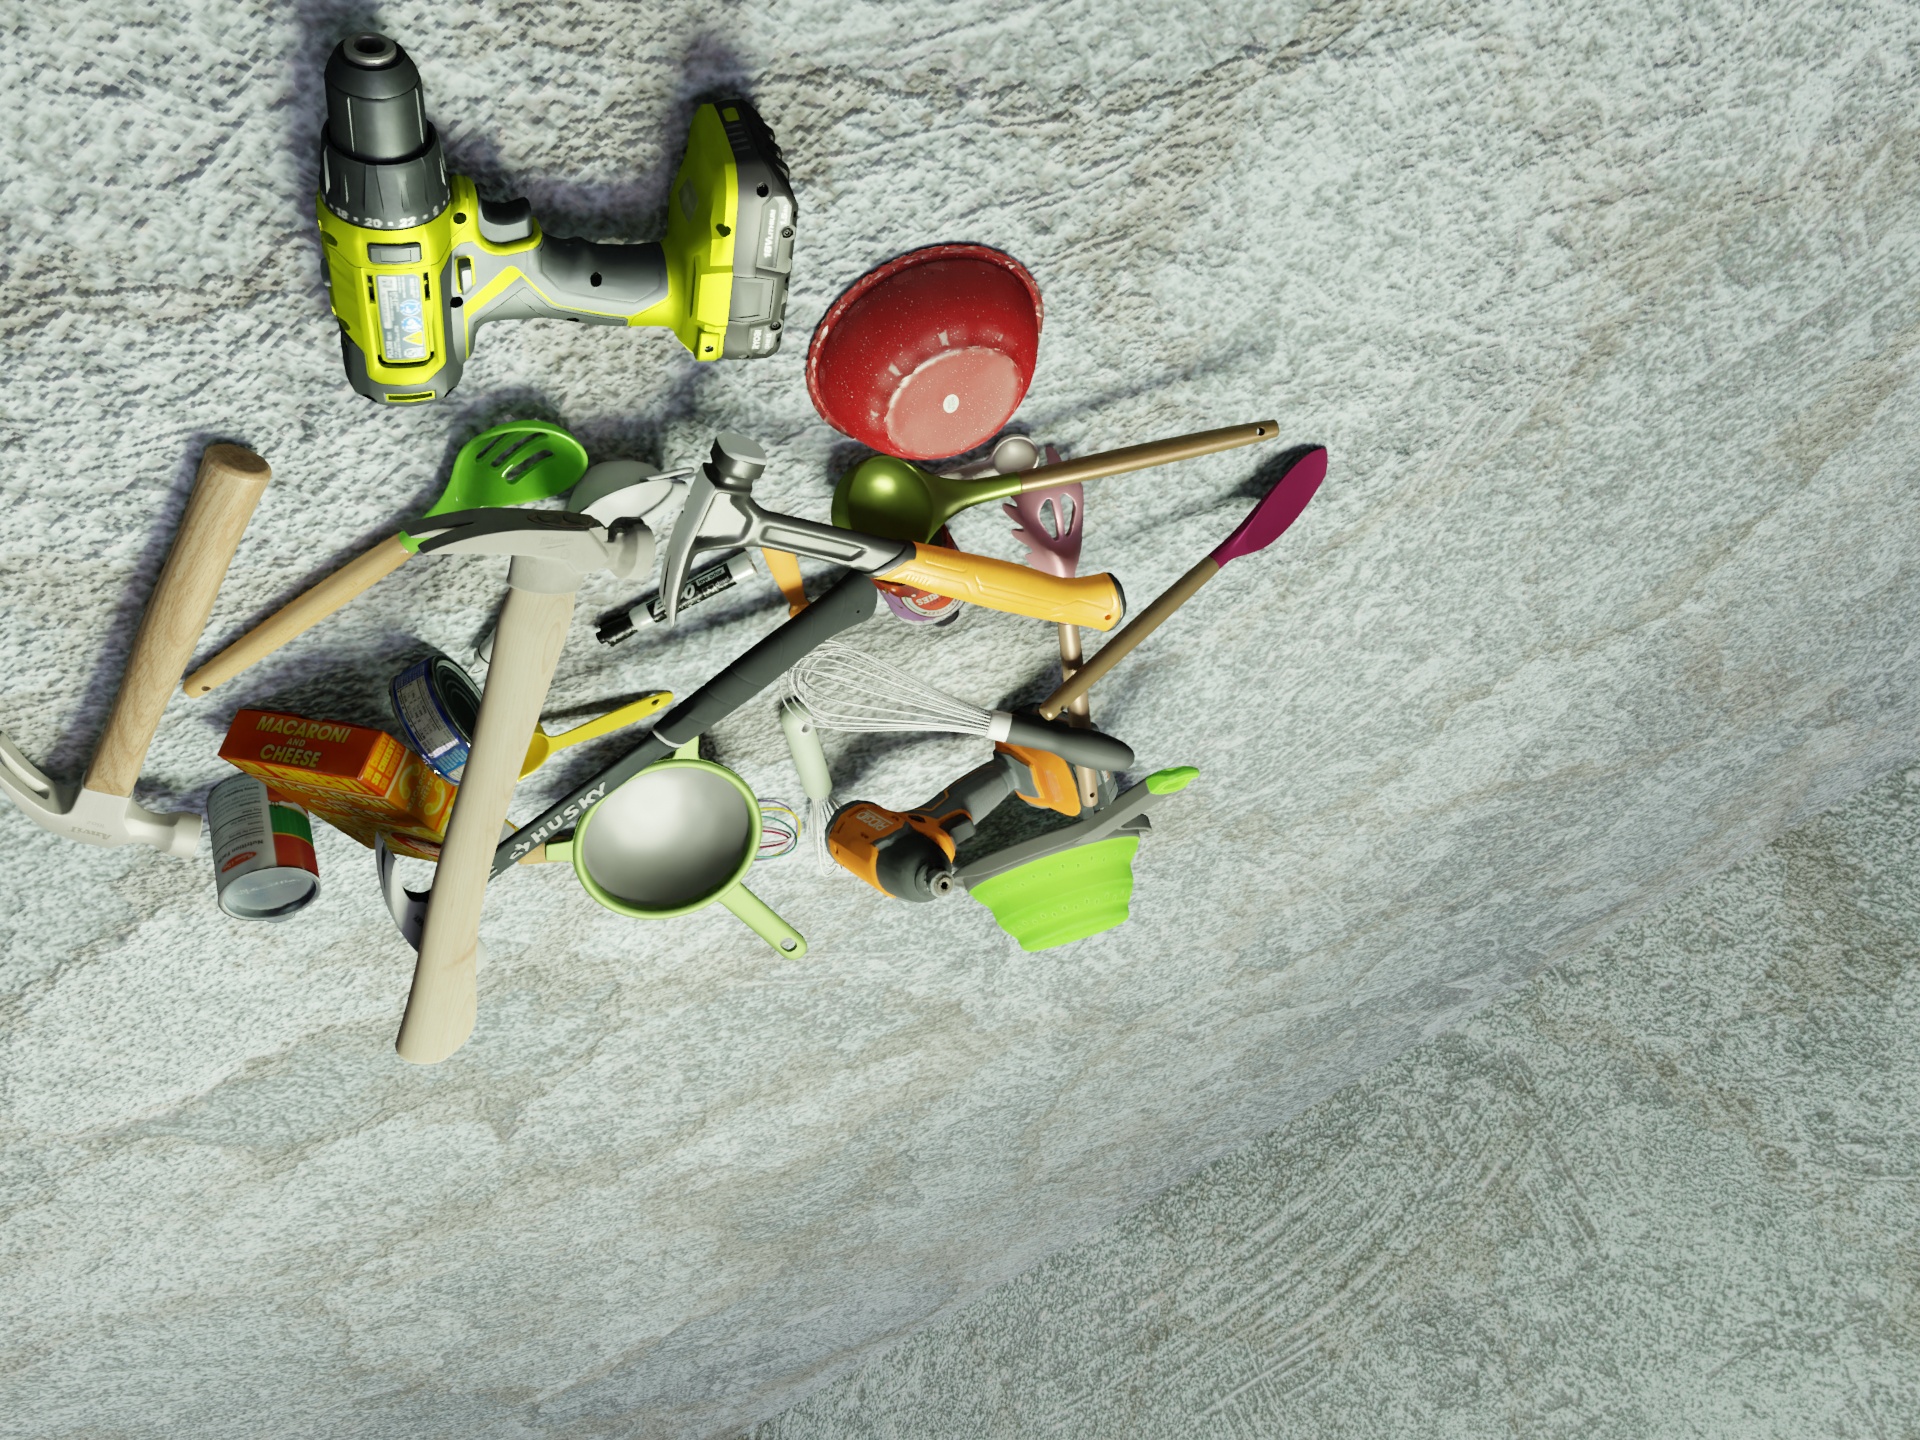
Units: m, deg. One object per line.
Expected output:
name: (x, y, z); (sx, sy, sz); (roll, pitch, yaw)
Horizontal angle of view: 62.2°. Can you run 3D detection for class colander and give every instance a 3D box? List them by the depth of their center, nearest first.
colander: (0.127, 0.140, 1.475); (0.204, 0.094, 0.397); (-11, 165, -24)

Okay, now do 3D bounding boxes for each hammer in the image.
hammer: (-0.488, -0.036, 0.960); (0.130, 0.031, 0.331); (17, 128, -32)
hammer: (-0.309, 0.055, 0.997); (0.146, 0.038, 0.410); (-4, 125, -43)
hammer: (-0.031, -0.096, 1.056); (0.336, 0.034, 0.127); (9, 125, -33)
hammer: (-0.223, 0.019, 1.117); (0.409, 0.036, 0.149); (-38, 146, -13)

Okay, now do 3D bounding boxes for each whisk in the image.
whisk: (-0.002, -0.004, 1.225); (0.284, 0.070, 0.070); (14, 139, -6)
whisk: (-0.249, 0.105, 1.337); (0.245, 0.051, 0.047); (-3, 148, -26)
whisk: (-0.121, 0.061, 1.359); (0.058, 0.059, 0.246); (-53, 155, -27)

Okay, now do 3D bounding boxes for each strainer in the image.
strainer: (-0.256, -0.101, 1.026); (0.258, 0.050, 0.087); (-40, 167, 34)
strainer: (-0.211, 0.111, 1.302); (0.151, 0.069, 0.256); (-40, 128, 2)

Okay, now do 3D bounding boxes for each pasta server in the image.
pasta server: (0.082, -0.060, 1.215); (0.060, 0.040, 0.316); (-18, 128, -10)

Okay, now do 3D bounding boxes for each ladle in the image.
ladle: (0.068, -0.168, 1.088); (0.320, 0.062, 0.078); (-13, 102, -5)

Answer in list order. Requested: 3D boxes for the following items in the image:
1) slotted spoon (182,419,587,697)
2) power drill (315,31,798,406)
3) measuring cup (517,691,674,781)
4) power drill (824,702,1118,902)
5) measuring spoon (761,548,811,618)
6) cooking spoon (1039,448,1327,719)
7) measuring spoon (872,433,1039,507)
slotted spoon: (-0.360, -0.097, 0.975); (0.314, 0.031, 0.070); (-31, 148, 14)
power drill: (-0.204, -0.252, 0.803); (0.228, 0.080, 0.190); (-8, 145, -20)
measuring cup: (-0.289, 0.001, 1.179); (0.156, 0.029, 0.062); (-23, 151, -26)
power drill: (0.016, 0.075, 1.324); (0.226, 0.164, 0.084); (-28, 114, -20)
measuring spoon: (-0.123, -0.103, 1.139); (0.021, 0.011, 0.116); (-22, 149, -4)
cooking spoon: (0.177, -0.106, 1.232); (0.319, 0.017, 0.068); (-42, 150, -15)
measuring spoon: (-0.005, -0.172, 1.117); (0.124, 0.018, 0.034); (-19, 130, 5)
